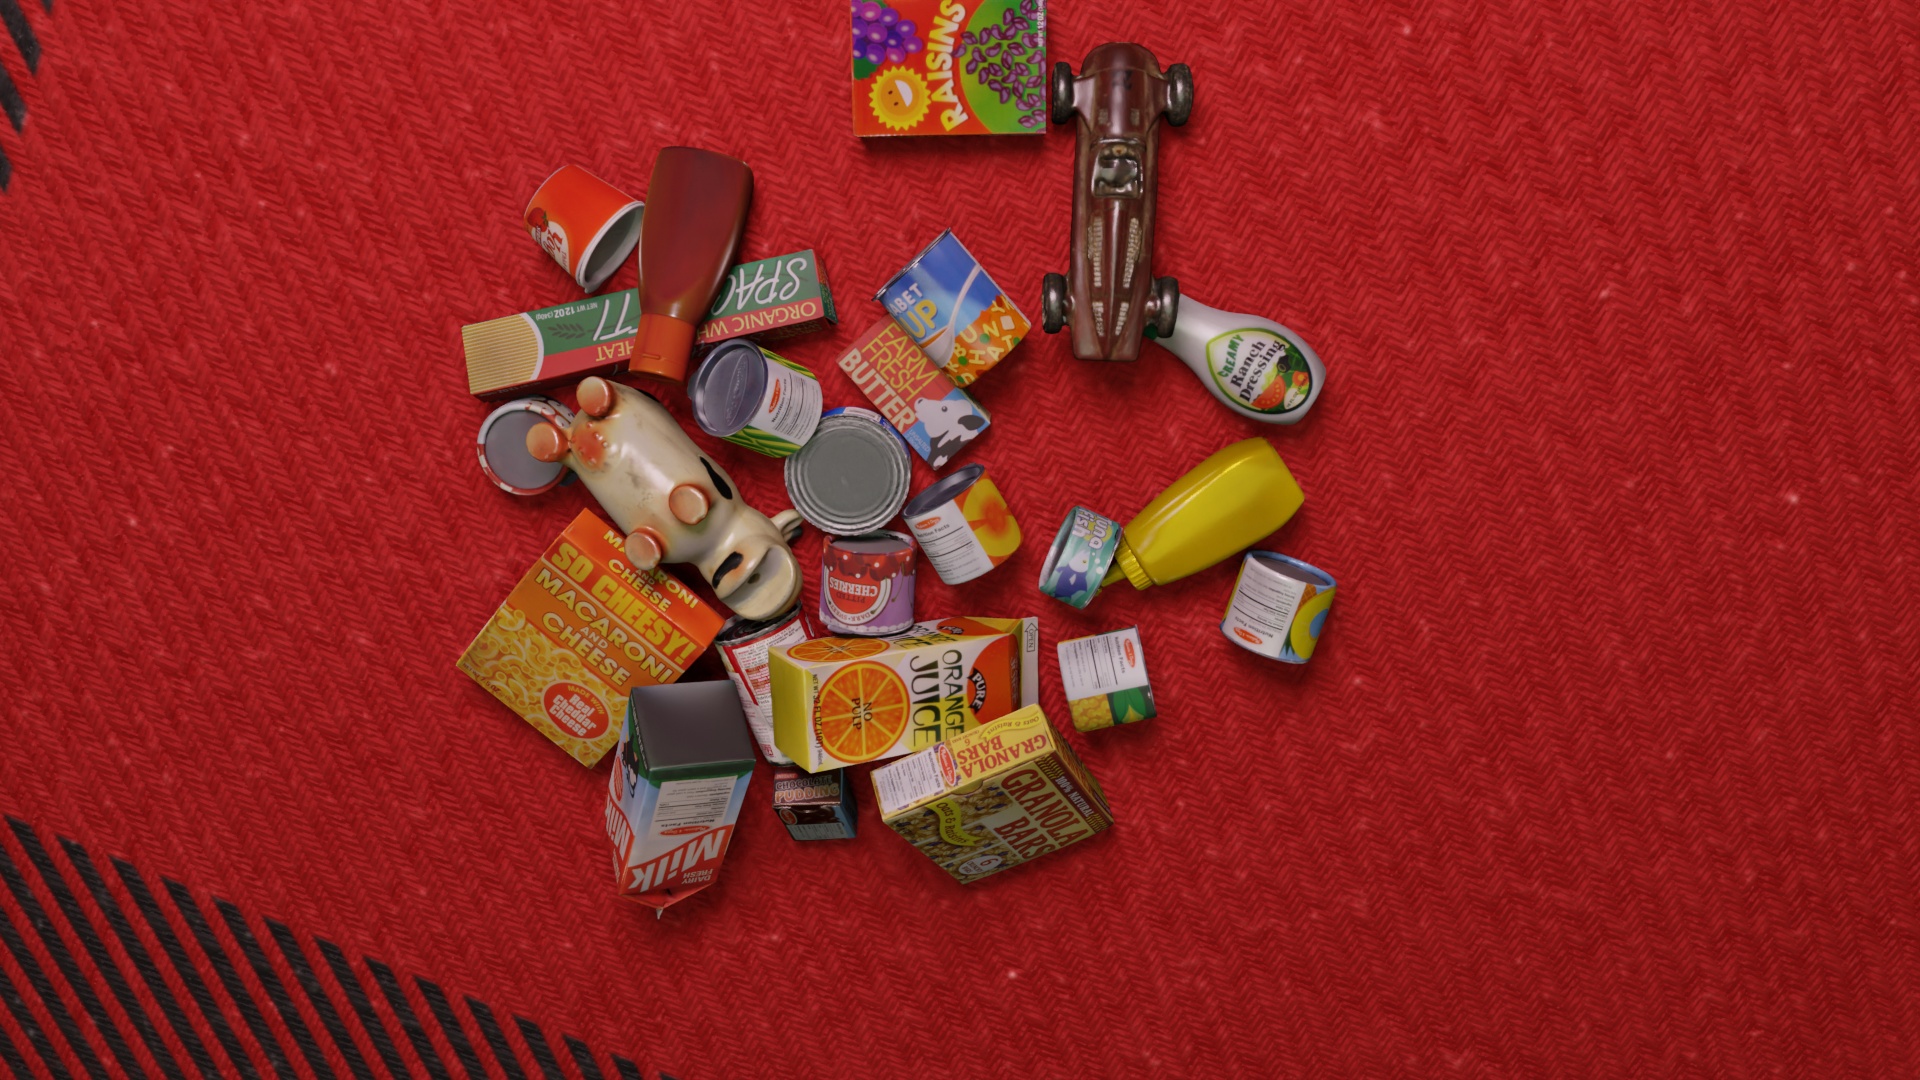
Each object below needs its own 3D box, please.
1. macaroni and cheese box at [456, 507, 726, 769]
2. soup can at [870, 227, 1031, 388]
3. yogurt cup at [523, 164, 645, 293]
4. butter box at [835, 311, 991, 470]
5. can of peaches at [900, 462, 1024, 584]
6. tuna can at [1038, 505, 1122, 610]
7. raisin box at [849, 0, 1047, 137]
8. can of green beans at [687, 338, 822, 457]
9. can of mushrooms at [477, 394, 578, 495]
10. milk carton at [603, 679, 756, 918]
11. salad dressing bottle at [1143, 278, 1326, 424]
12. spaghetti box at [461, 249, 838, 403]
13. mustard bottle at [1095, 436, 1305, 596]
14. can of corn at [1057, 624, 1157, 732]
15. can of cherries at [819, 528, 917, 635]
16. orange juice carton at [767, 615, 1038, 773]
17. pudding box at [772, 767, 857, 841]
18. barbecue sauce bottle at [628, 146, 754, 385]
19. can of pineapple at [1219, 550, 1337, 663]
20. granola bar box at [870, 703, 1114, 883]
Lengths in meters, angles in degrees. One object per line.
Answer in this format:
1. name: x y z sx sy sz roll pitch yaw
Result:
1. macaroni and cheese box: -0.259 0.071 0.968 0.123 0.040 0.165 41 123 -10
2. soup can: -0.006 -0.149 0.908 0.071 0.071 0.083 -40 102 12
3. yogurt cup: -0.245 -0.207 0.903 0.054 0.072 0.072 38 104 0
4. butter box: -0.032 -0.103 0.946 0.053 0.024 0.103 -41 101 11
5. can of peaches: 0.003 -0.012 0.950 0.071 0.071 0.058 -29 104 10
6. tuna can: 0.082 0.010 0.951 0.033 0.071 0.071 24 106 -5
7. raisin box: -0.007 -0.300 0.881 0.123 0.040 0.085 -1 107 1
8. can of green beans: -0.134 -0.093 0.920 0.071 0.058 0.071 -9 73 32
9. can of mushrooms: -0.295 -0.064 0.960 0.071 0.033 0.070 0 105 1
10. milk carton: -0.204 0.187 0.979 0.073 0.072 0.189 -1 135 -26
11. salad dressing bottle: 0.168 -0.131 0.921 0.148 0.044 0.064 28 105 -4
12. spaghetti box: -0.209 -0.143 0.929 0.250 0.028 0.050 -11 82 5
13. mustard bottle: 0.154 -0.008 0.955 0.160 0.049 0.065 -32 103 11
14. can of corn: 0.104 0.099 0.979 0.058 0.071 0.071 -13 105 6
15. can of cherries: -0.064 0.028 0.960 0.071 0.072 0.058 5 106 0
16. orange juice carton: -0.029 0.099 0.953 0.193 0.073 0.071 -8 100 -27
17. pudding box: -0.104 0.191 1.004 0.050 0.083 0.030 -3 61 4
18. barbecue sauce bottle: -0.179 -0.175 0.892 0.065 0.043 0.148 11 83 6
19. can of pineapple: 0.220 0.045 0.961 0.071 0.071 0.057 16 106 -3
20. granola bar box: 0.026 0.181 0.966 0.124 0.039 0.165 -24 147 8
